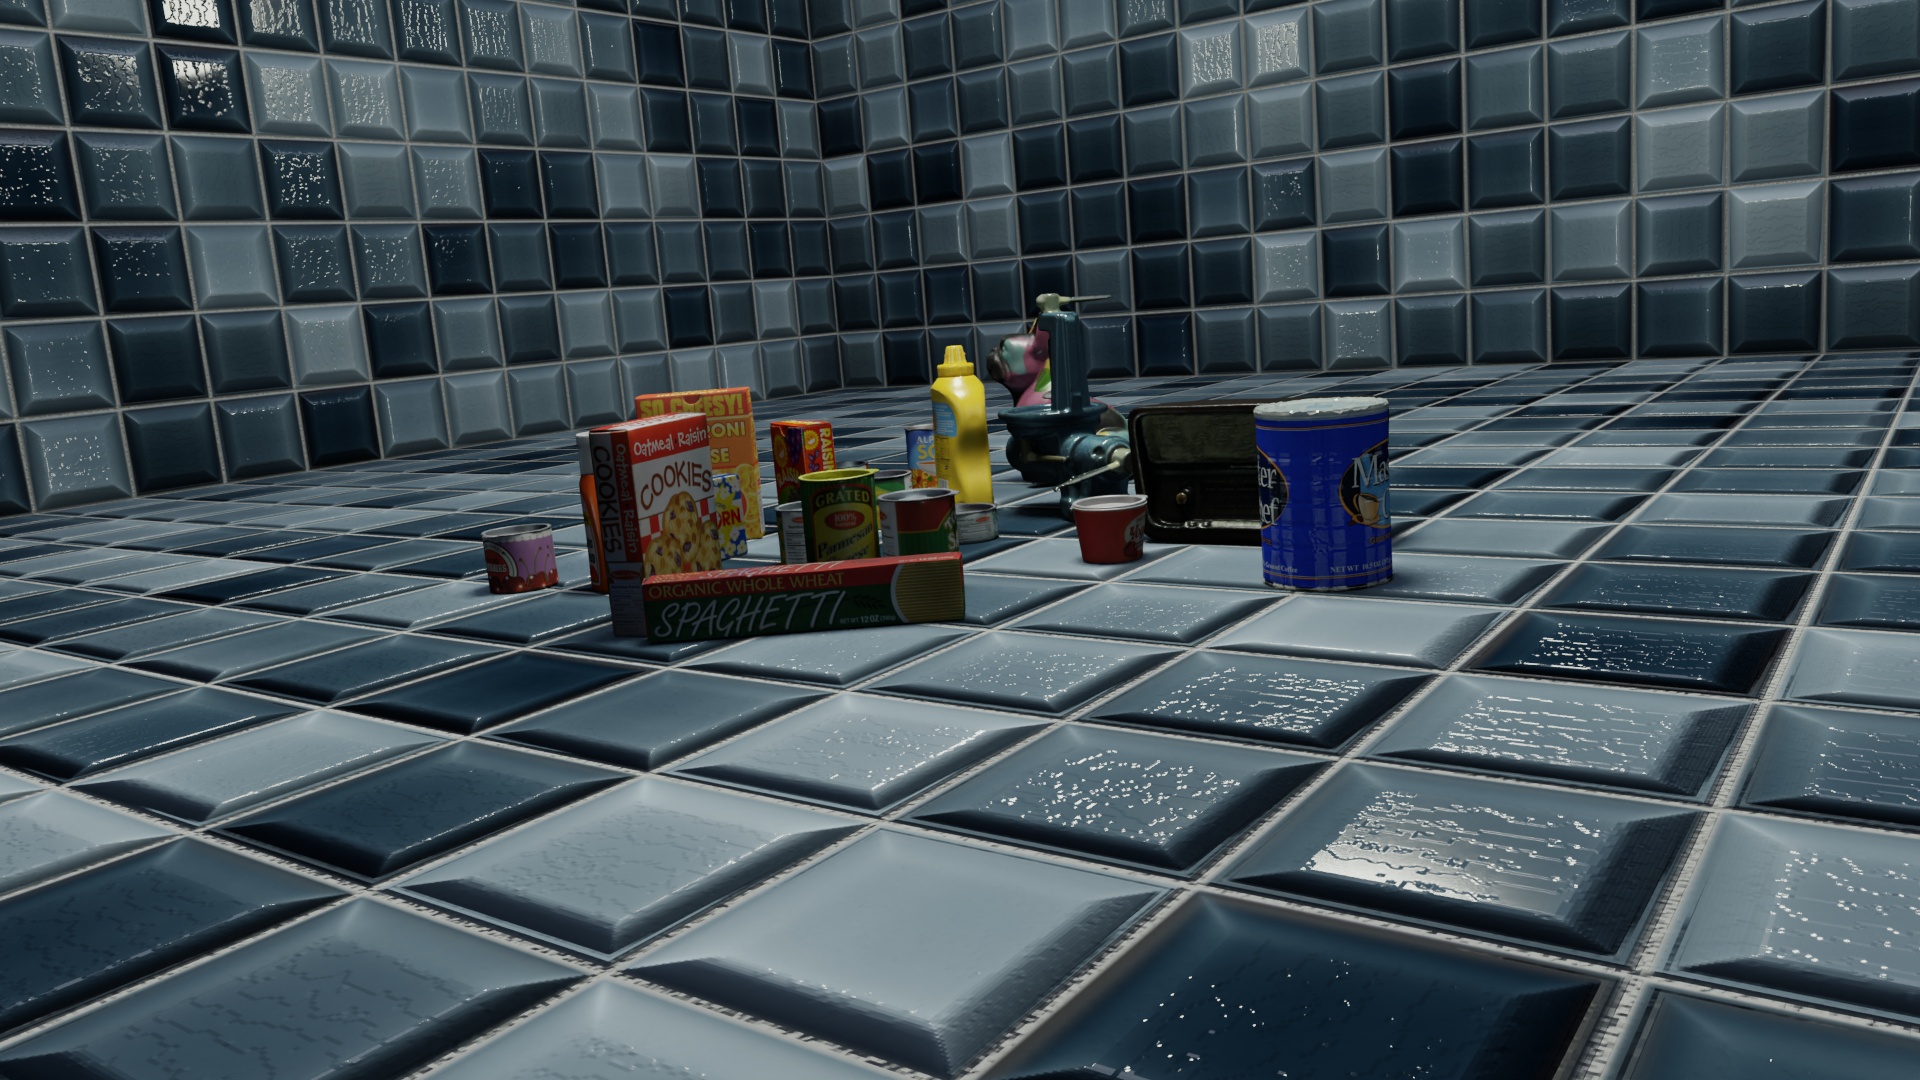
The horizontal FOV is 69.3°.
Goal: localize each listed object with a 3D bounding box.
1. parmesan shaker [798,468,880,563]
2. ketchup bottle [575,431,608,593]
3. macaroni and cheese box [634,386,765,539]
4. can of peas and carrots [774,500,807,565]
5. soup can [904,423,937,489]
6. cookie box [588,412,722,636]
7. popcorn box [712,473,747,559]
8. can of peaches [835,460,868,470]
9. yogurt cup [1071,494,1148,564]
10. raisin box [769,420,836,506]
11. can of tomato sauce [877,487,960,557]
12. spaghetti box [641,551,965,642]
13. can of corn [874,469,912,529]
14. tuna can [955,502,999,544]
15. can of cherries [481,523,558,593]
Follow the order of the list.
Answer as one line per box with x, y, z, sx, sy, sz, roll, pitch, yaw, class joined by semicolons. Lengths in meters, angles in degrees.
-0.101;-0.007;1.209;0.071;0.103;0.071;-5;10;1;parmesan shaker
-0.332;-0.028;1.302;0.043;0.148;0.065;-8;10;-20;ketchup bottle
-0.286;-0.081;1.530;0.124;0.166;0.040;-5;9;-2;macaroni and cheese box
-0.145;-0.007;1.357;0.071;0.058;0.071;-5;10;1;can of peas and carrots
-0.035;-0.108;1.803;0.071;0.083;0.071;-5;10;1;soup can
-0.248;-0.017;1.146;0.040;0.167;0.123;-1;10;20;cookie box
-0.274;-0.017;1.396;0.038;0.085;0.127;2;12;37;popcorn box
-0.142;-0.065;1.683;0.071;0.058;0.071;-5;10;1;can of peaches
0.136;-0.010;1.255;0.072;0.054;0.072;-5;10;1;yogurt cup
-0.173;-0.070;1.542;0.040;0.123;0.086;-10;11;-31;raisin box
-0.032;0.001;1.190;0.071;0.083;0.071;-5;10;1;can of tomato sauce
-0.122;0.044;1.078;0.250;0.050;0.029;-5;9;1;spaghetti box
-0.088;-0.046;1.550;0.071;0.058;0.071;-5;10;1;can of corn
0.005;-0.018;1.422;0.071;0.032;0.071;-5;10;1;tuna can
-0.430;0.018;1.350;0.071;0.058;0.071;-5;10;1;can of cherries
